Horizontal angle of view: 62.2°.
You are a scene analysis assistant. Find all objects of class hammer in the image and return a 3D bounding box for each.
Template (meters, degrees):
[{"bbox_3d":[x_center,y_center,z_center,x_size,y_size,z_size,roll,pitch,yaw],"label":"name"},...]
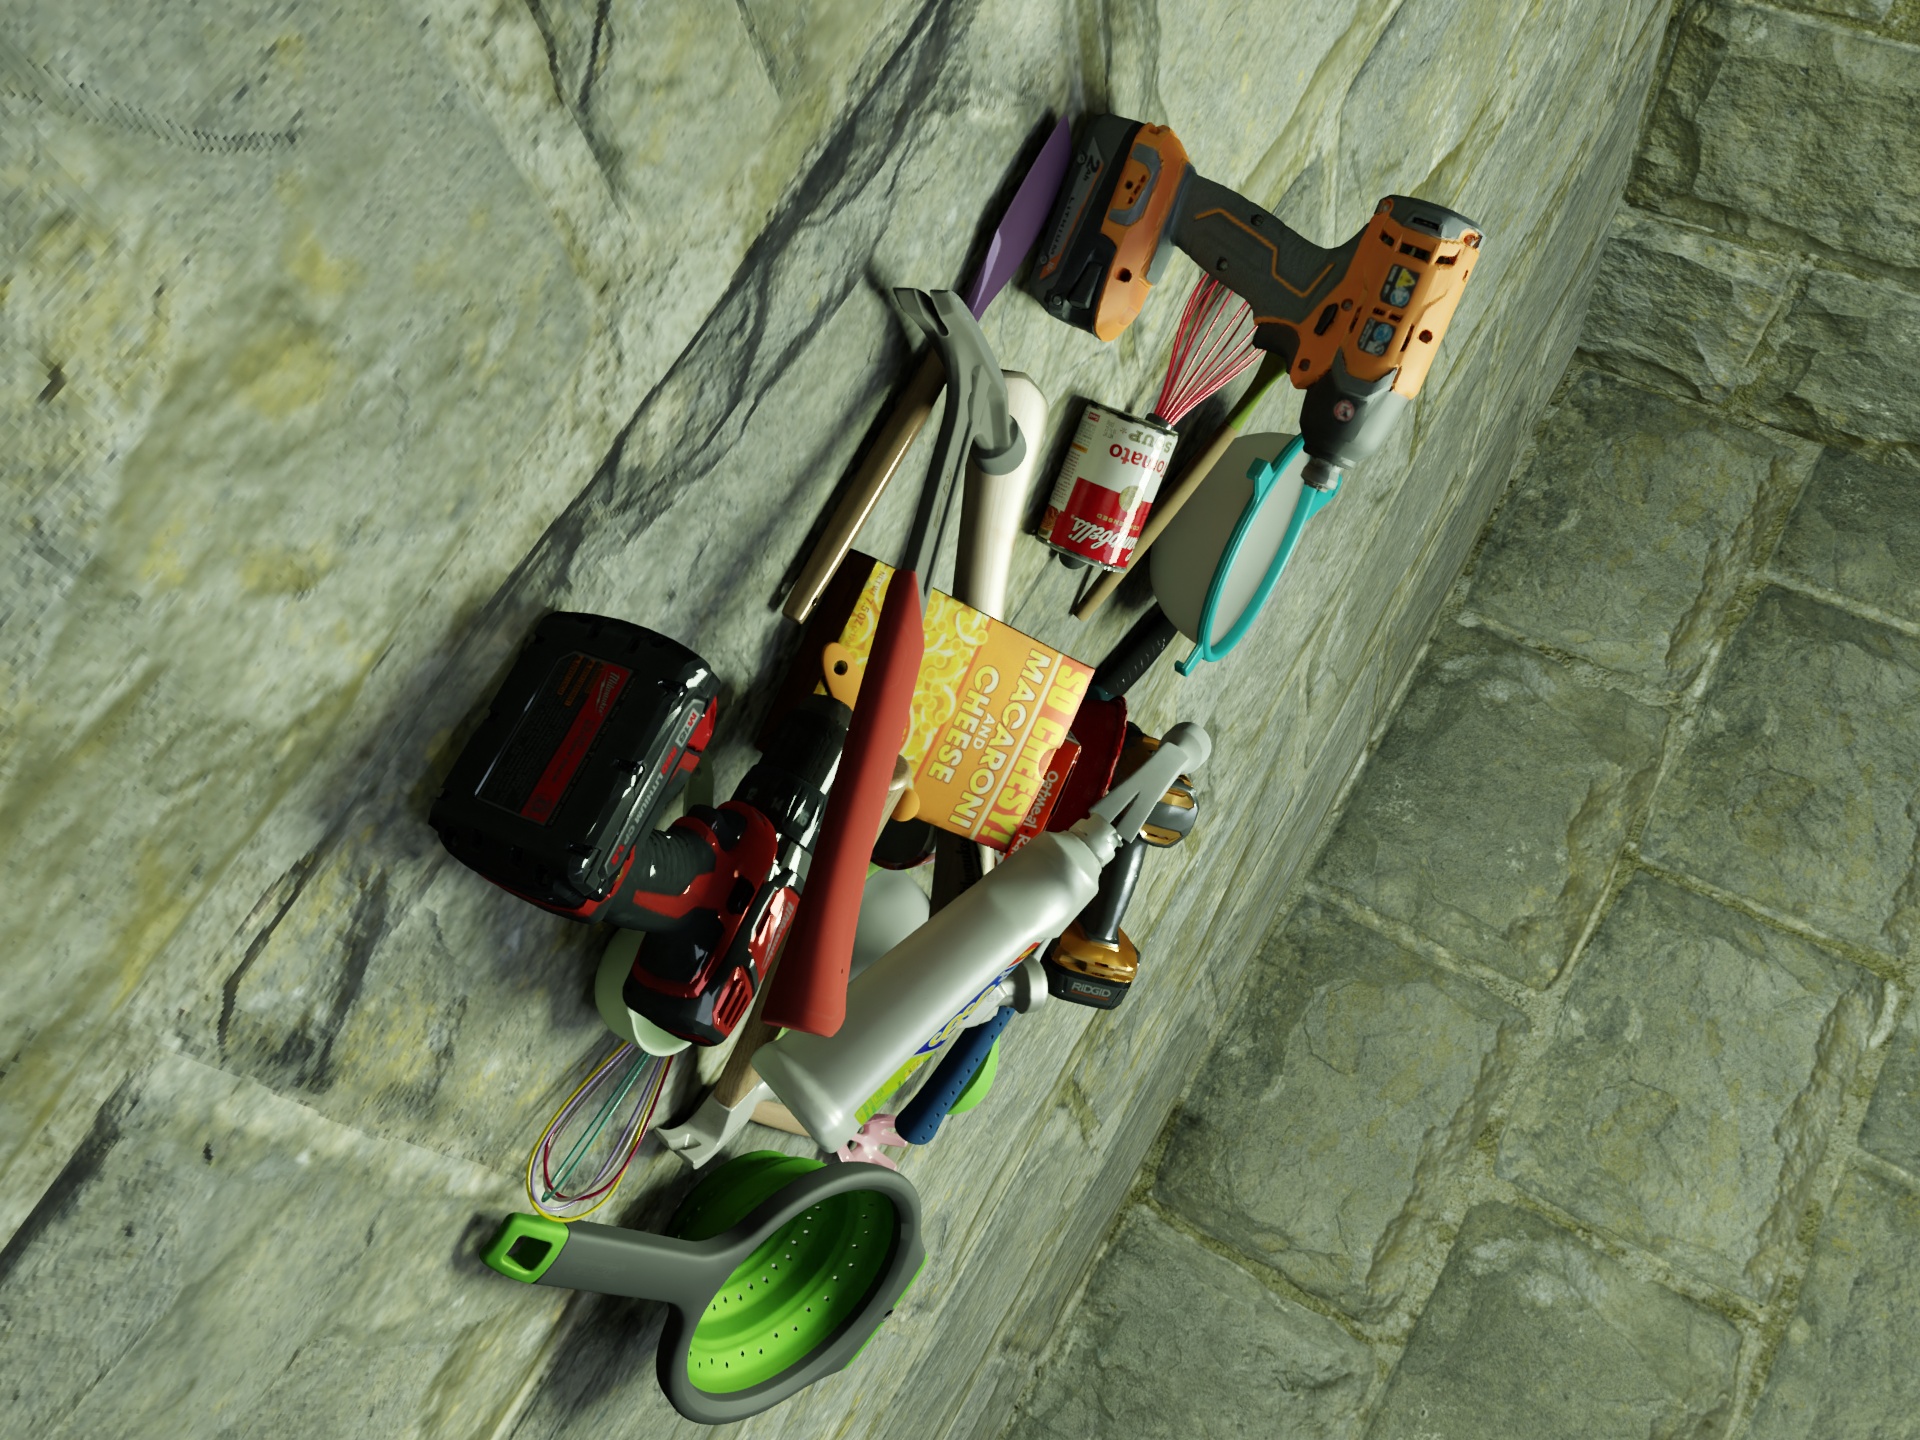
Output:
[{"bbox_3d":[-0.037,-0.026,0.781,0.149,0.037,0.359,50,52,-62],"label":"hammer"},{"bbox_3d":[-0.101,0.146,0.922,0.130,0.031,0.331,-41,162,-53],"label":"hammer"},{"bbox_3d":[0.051,0.176,1.171,0.405,0.035,0.144,-59,167,29],"label":"hammer"},{"bbox_3d":[0.191,-0.092,1.446,0.331,0.033,0.128,-45,151,-41],"label":"hammer"},{"bbox_3d":[-0.002,-0.003,0.961,0.146,0.038,0.410,-4,107,-29],"label":"hammer"}]

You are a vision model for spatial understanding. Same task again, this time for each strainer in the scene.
[{"bbox_3d":[-0.038,0.177,1.153,0.151,0.069,0.256,-65,158,2],"label":"strainer"},{"bbox_3d":[0.248,-0.184,1.393,0.340,0.095,0.211,-37,149,-55],"label":"strainer"}]

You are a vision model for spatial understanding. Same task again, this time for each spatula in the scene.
[{"bbox_3d":[-0.013,-0.189,0.860,0.316,0.018,0.059,-61,166,-10],"label":"spatula"}]

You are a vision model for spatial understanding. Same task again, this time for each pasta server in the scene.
[{"bbox_3d":[-0.104,0.308,1.194,0.060,0.040,0.316,-66,159,-13],"label":"pasta server"}]

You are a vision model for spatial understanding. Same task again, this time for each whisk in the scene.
[{"bbox_3d":[0.157,-0.234,1.166,0.296,0.073,0.073,-56,159,-6],"label":"whisk"},{"bbox_3d":[-0.160,0.170,0.890,0.245,0.047,0.051,-57,177,-29],"label":"whisk"}]

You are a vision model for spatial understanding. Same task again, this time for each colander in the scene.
[{"bbox_3d":[-0.170,0.328,1.004,0.204,0.095,0.396,-53,143,-2],"label":"colander"}]

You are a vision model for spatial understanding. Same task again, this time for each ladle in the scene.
[{"bbox_3d":[0.198,-0.198,1.220,0.062,0.078,0.320,29,105,-36],"label":"ladle"}]

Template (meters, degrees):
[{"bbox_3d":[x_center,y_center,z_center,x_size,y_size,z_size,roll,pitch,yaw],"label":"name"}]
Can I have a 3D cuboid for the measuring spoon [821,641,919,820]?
[{"bbox_3d":[-0.048,0.008,0.859,0.021,0.011,0.116,-32,119,-17],"label":"measuring spoon"}]

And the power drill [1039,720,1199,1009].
[{"bbox_3d":[0.132,0.117,1.414,0.185,0.084,0.226,-110,-143,-67],"label":"power drill"}]

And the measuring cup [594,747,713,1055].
[{"bbox_3d":[-0.154,0.092,0.832,0.083,0.038,0.167,-12,112,-56],"label":"measuring cup"}]

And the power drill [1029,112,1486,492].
[{"bbox_3d":[0.160,-0.239,0.910,0.164,0.226,0.084,-69,165,13],"label":"power drill"}]

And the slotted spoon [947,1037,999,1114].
[{"bbox_3d":[0.058,0.204,1.368,0.070,0.031,0.313,-82,-164,-81],"label":"slotted spoon"}]

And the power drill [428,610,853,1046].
[{"bbox_3d":[-0.123,0.036,0.735,0.188,0.080,0.226,-64,156,-18],"label":"power drill"}]
